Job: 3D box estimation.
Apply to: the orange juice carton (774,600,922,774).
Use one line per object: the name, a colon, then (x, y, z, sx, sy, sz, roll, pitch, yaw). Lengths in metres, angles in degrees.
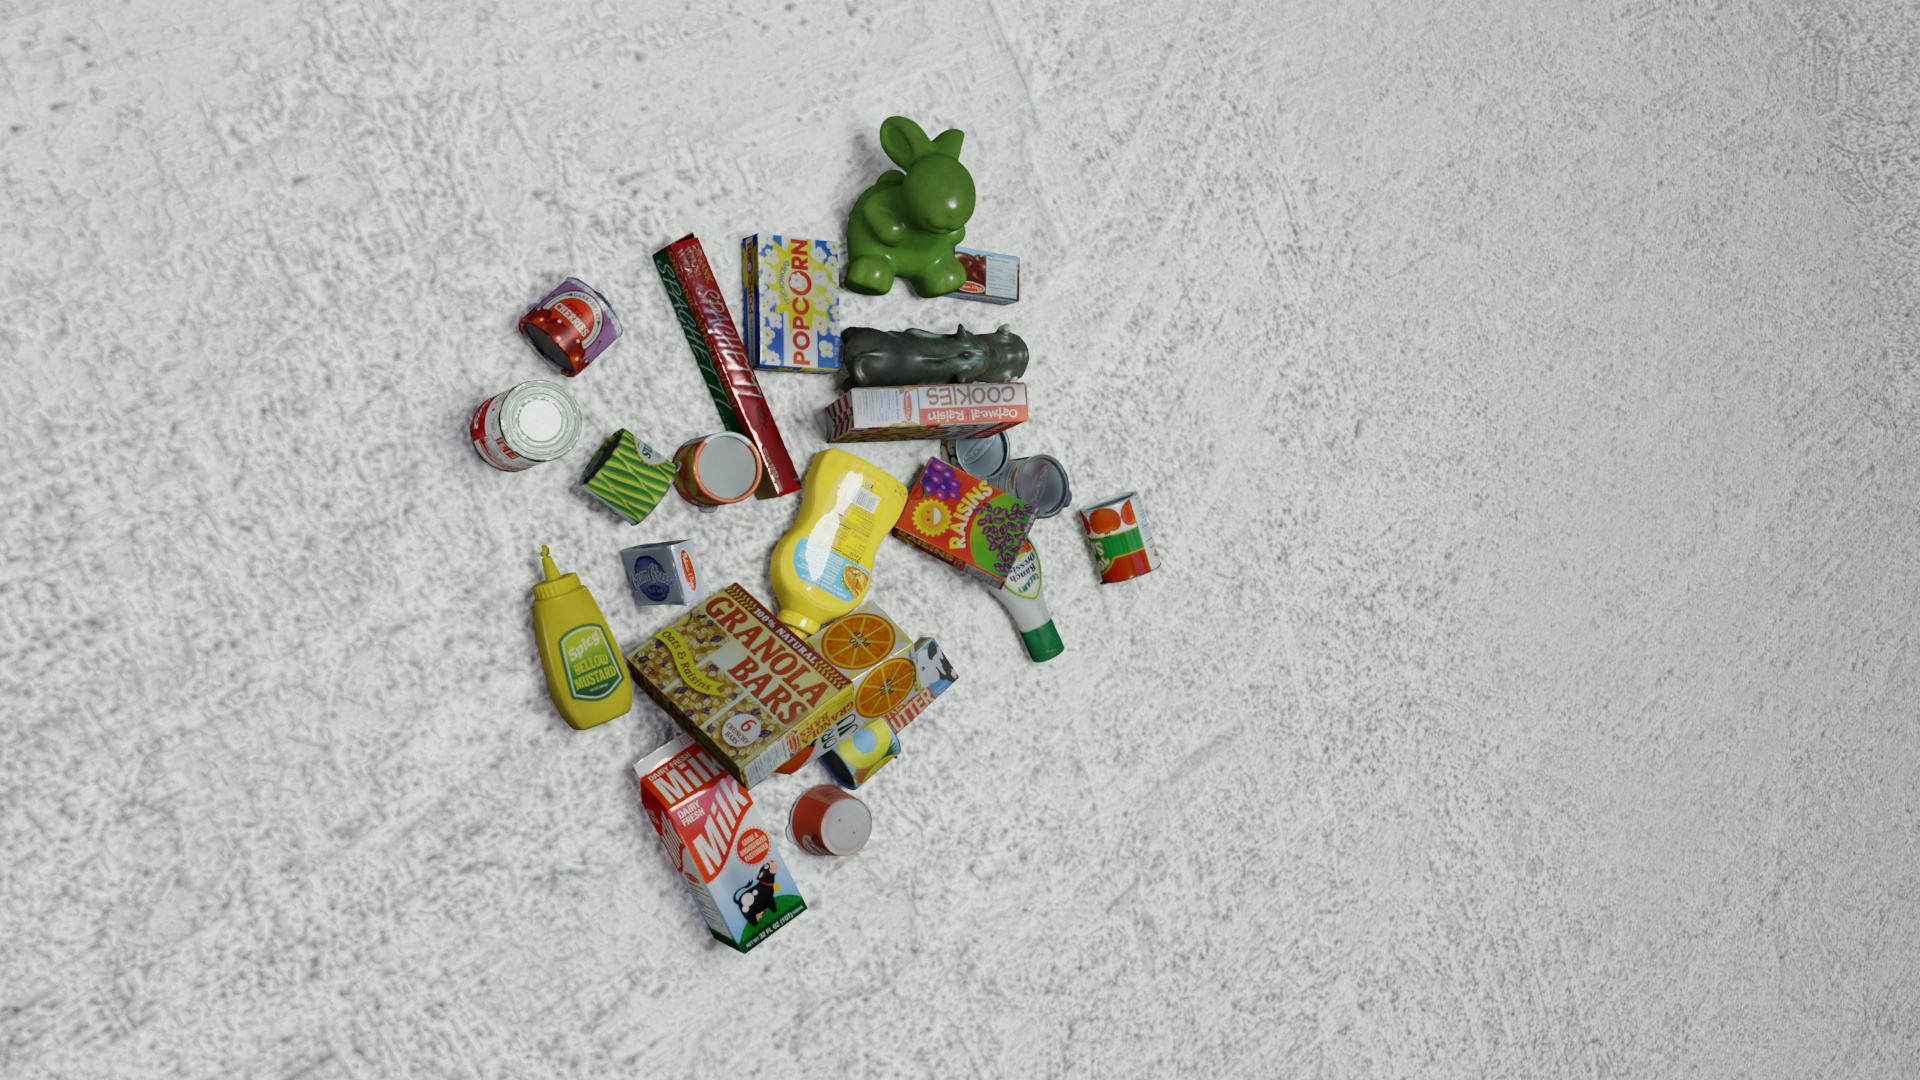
orange juice carton: (-0.135, 0.143, 1.269, 0.193, 0.073, 0.071, -31, 139, -22)

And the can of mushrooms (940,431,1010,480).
can of mushrooms: (0.014, -0.095, 1.418, 0.071, 0.033, 0.071, 1, 87, -31)

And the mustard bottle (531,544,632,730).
mustard bottle: (-0.331, 0.080, 1.185, 0.065, 0.048, 0.160, -23, 100, -32)

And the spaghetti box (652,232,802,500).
spaghetti box: (-0.213, -0.155, 1.271, 0.029, 0.050, 0.249, -28, 102, -31)

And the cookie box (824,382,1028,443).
cookie box: (-0.034, -0.121, 1.315, 0.168, 0.123, 0.040, -4, 88, -17)

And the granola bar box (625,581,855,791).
granola bar box: (-0.192, 0.122, 1.210, 0.125, 0.166, 0.038, -36, 146, -28)

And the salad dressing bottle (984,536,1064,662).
salad dressing bottle: (0.063, 0.054, 1.434, 0.064, 0.044, 0.147, -31, 103, -28)

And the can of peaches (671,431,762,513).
can of peaches: (-0.220, -0.062, 1.256, 0.071, 0.058, 0.071, 2, 86, -32)

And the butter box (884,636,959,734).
butter box: (-0.054, 0.146, 1.368, 0.104, 0.024, 0.053, -41, 108, -27)

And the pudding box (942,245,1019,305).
pudding box: (0.020, -0.273, 1.433, 0.084, 0.030, 0.049, 2, 87, -32)

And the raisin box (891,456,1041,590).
raisin box: (0.005, -0.017, 1.375, 0.123, 0.040, 0.086, 27, 73, 2)

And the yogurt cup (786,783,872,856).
yogurt cup: (-0.119, 0.265, 1.304, 0.072, 0.054, 0.072, 2, 86, -32)

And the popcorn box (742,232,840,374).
popcorn box: (-0.160, -0.222, 1.314, 0.085, 0.038, 0.126, 0, 88, -31)

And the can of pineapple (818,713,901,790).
can of pineapple: (-0.098, 0.195, 1.313, 0.058, 0.071, 0.071, -38, 107, -26)

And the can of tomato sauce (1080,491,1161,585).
can of tomato sauce: (0.170, -0.003, 1.491, 0.071, 0.071, 0.083, -23, 99, -30)

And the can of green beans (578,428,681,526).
can of green beans: (-0.289, -0.056, 1.208, 0.057, 0.071, 0.071, 39, 69, -24)

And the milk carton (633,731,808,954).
milk carton: (-0.218, 0.262, 1.231, 0.072, 0.073, 0.190, -32, 104, -29)

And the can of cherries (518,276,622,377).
can of cherries: (-0.333, -0.182, 1.185, 0.071, 0.071, 0.058, 50, 65, -20)

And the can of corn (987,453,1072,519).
can of corn: (0.071, -0.053, 1.436, 0.071, 0.058, 0.071, 2, 86, -32)

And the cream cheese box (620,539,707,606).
cream cheese box: (-0.258, 0.029, 1.202, 0.024, 0.103, 0.053, -20, 99, -35)
